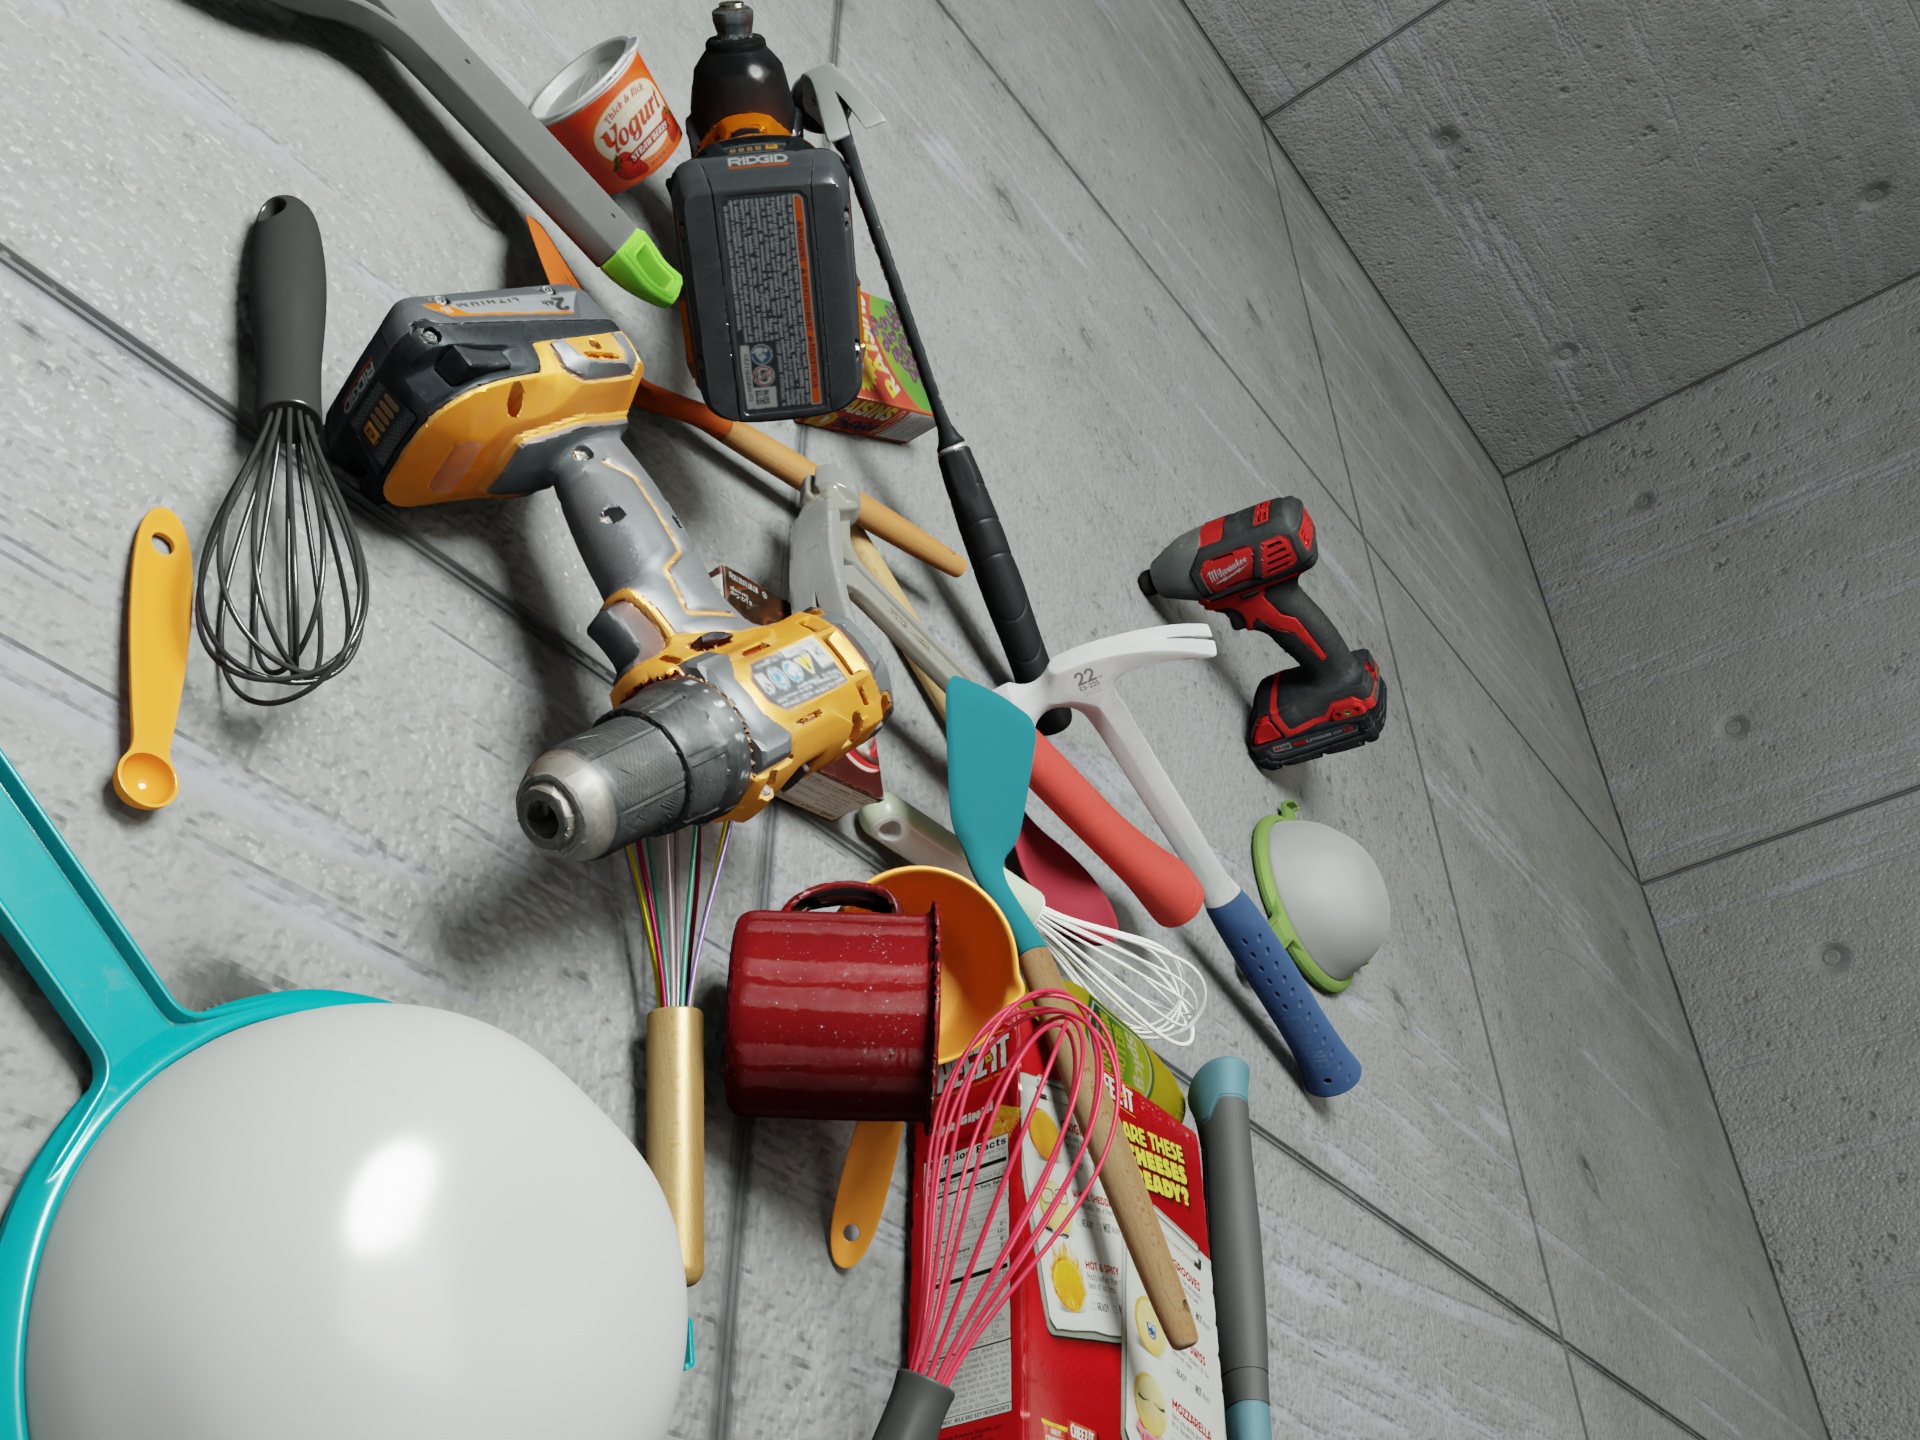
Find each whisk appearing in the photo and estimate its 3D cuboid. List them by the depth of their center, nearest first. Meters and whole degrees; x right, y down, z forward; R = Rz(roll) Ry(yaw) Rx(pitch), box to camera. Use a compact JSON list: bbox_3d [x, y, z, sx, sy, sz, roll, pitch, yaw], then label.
[{"bbox_3d":[-0.245,-0.107,0.575,0.055,0.055,0.239,28,39,-48],"label":"whisk"},{"bbox_3d":[-0.007,0.233,0.606,0.073,0.073,0.296,46,53,-30],"label":"whisk"},{"bbox_3d":[-0.116,0.094,0.625,0.047,0.051,0.245,24,52,-45],"label":"whisk"},{"bbox_3d":[0.042,0.107,0.852,0.246,0.058,0.059,36,25,-25],"label":"whisk"}]

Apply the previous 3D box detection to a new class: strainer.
[{"bbox_3d":[-0.179,0.111,0.439,0.340,0.095,0.211,60,28,-10],"label":"strainer"},{"bbox_3d":[0.275,0.143,1.214,0.151,0.069,0.256,65,26,3],"label":"strainer"}]

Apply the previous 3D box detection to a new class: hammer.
[{"bbox_3d":[0.135,0.317,0.764,0.033,0.128,0.331,15,47,-14],"label":"hammer"},{"bbox_3d":[0.032,0.018,0.874,0.358,0.036,0.149,45,24,-34],"label":"hammer"},{"bbox_3d":[-0.008,-0.173,0.925,0.149,0.036,0.408,-116,-175,-67],"label":"hammer"},{"bbox_3d":[0.171,0.106,1.032,0.405,0.144,0.035,55,18,-29],"label":"hammer"}]

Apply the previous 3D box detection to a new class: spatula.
[{"bbox_3d":[0.050,0.124,0.729,0.082,0.044,0.318,28,35,-52],"label":"spatula"},{"bbox_3d":[-0.101,-0.150,0.837,0.322,0.041,0.081,27,26,-42],"label":"spatula"}]

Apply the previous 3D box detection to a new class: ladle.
[{"bbox_3d":[-0.001,-0.003,0.915,0.315,0.031,0.069,60,24,-3],"label":"ladle"}]

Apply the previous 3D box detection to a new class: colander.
[{"bbox_3d":[-0.244,-0.354,0.693,0.396,0.094,0.205,45,30,-23],"label":"colander"}]

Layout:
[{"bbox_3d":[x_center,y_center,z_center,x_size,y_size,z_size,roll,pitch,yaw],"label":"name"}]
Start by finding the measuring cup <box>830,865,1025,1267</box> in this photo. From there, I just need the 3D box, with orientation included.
[{"bbox_3d":[-0.032,0.152,0.705,0.095,0.052,0.174,17,72,-6],"label":"measuring cup"}]

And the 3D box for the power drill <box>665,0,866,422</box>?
[{"bbox_3d":[-0.101,-0.255,0.786,0.227,0.084,0.164,-107,-168,-57],"label":"power drill"}]

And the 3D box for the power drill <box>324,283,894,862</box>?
[{"bbox_3d":[-0.145,-0.055,0.608,0.226,0.084,0.185,51,33,5],"label":"power drill"}]

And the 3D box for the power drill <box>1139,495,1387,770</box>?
[{"bbox_3d":[0.247,-0.071,1.289,0.219,0.143,0.079,56,32,-28],"label":"power drill"}]

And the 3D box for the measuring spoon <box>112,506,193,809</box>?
[{"bbox_3d":[-0.260,-0.021,0.510,0.021,0.011,0.117,29,39,-49],"label":"measuring spoon"}]
